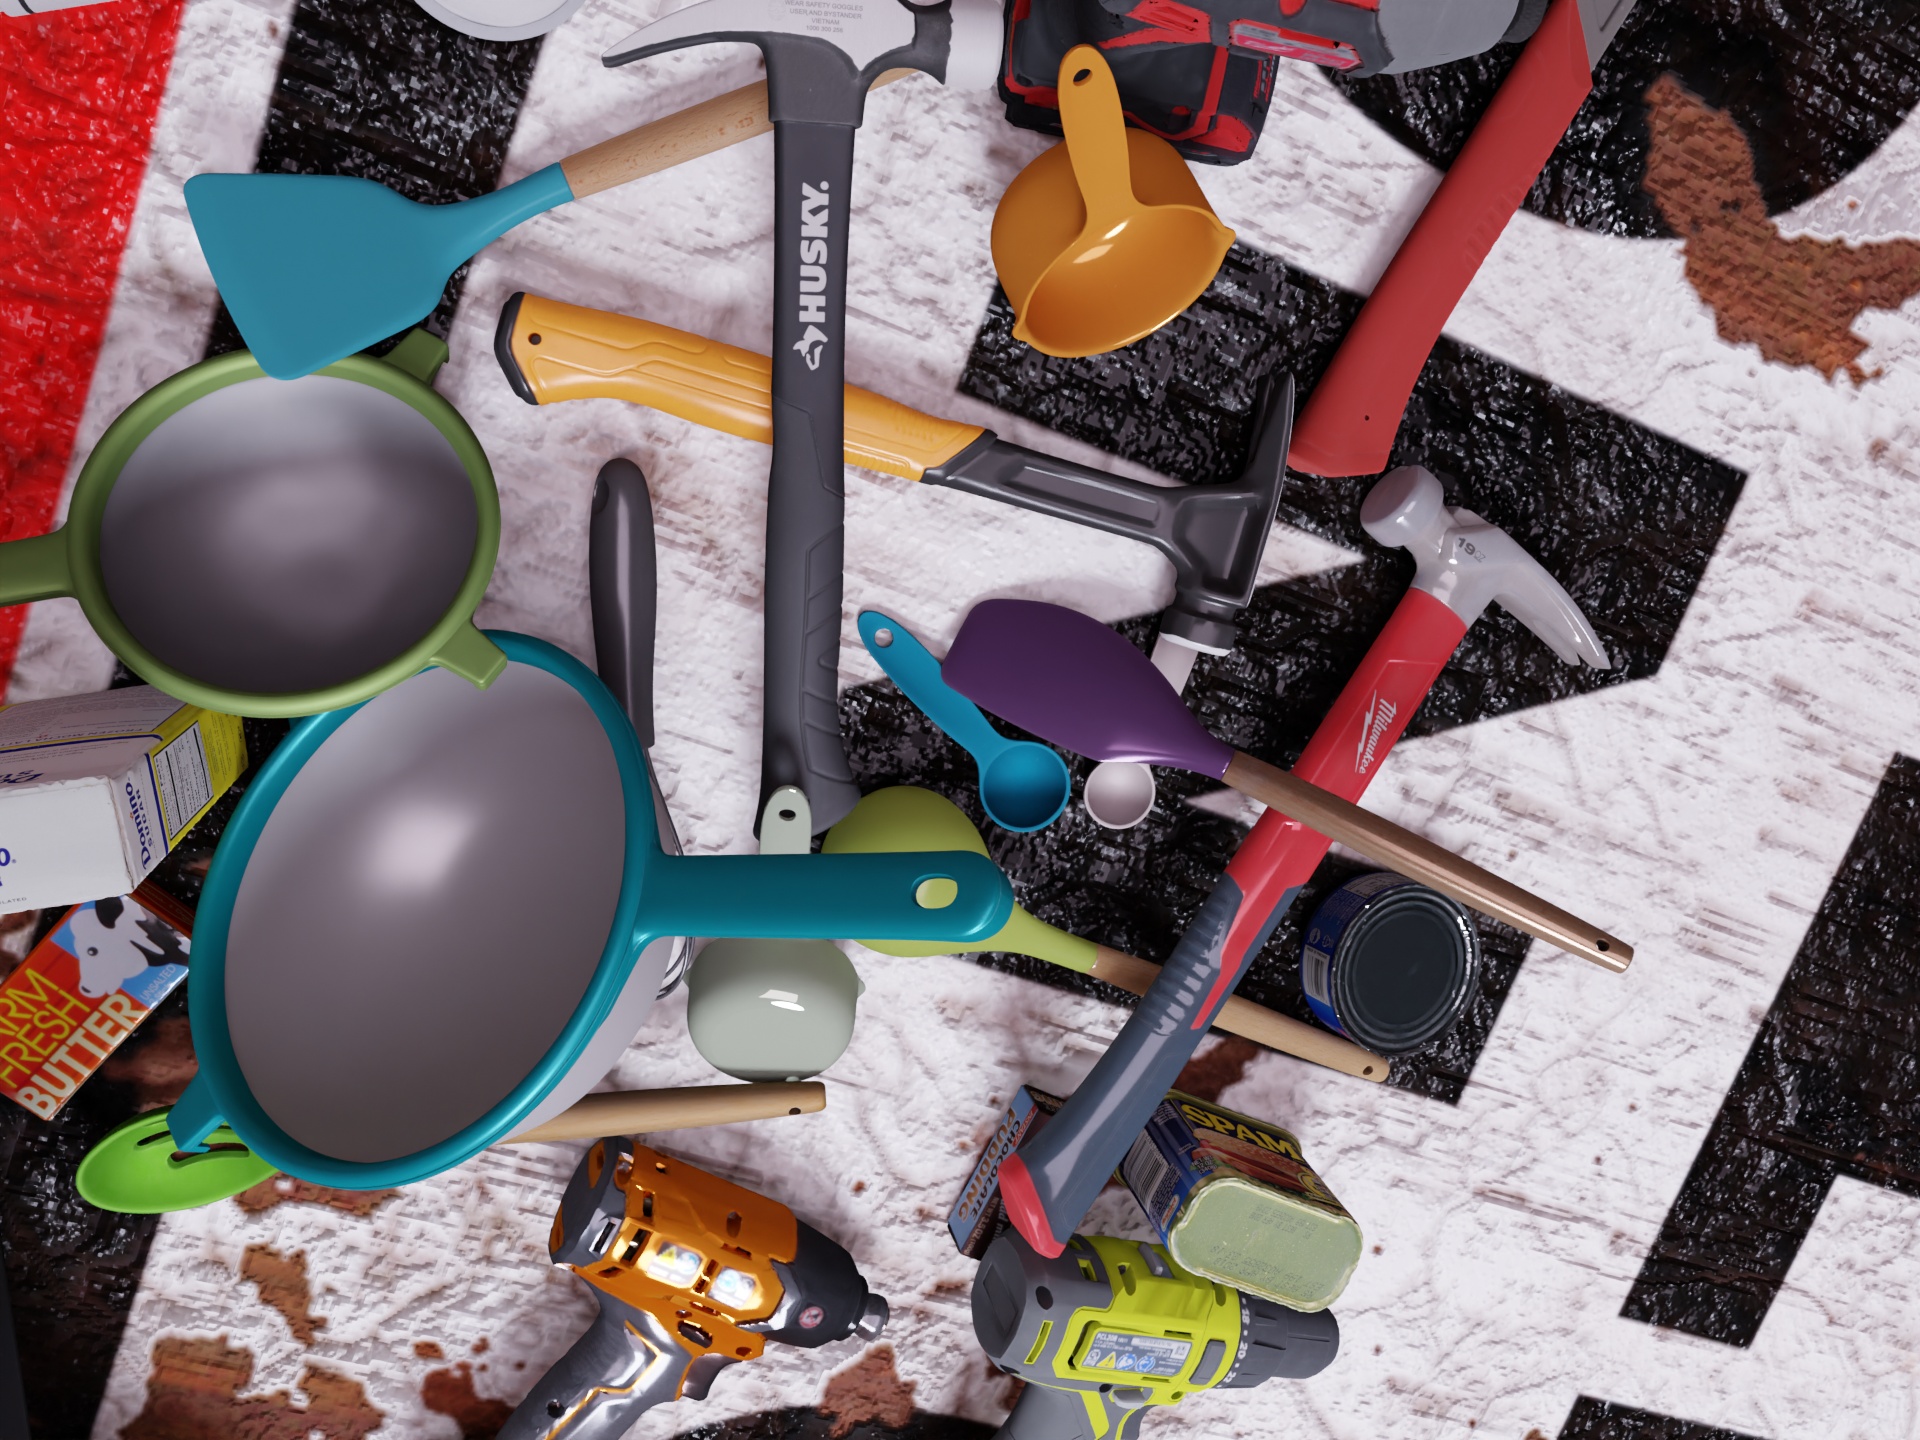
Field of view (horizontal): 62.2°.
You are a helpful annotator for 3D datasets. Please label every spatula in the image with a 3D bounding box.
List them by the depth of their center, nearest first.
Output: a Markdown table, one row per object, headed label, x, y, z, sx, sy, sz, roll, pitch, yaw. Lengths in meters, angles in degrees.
| label | x | y | z | sx | sy | sz | roll | pitch | yaw |
| --- | --- | --- | --- | --- | --- | --- | --- | --- | --- |
| spatula | -0.130 | -0.222 | 0.620 | 0.317 | 0.044 | 0.082 | -24 | 90 | -7 |
| spatula | 0.140 | 0.029 | 0.686 | 0.316 | 0.018 | 0.060 | 27 | 78 | 8 |

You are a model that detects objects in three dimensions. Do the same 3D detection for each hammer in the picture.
| label | x | y | z | sx | sy | sz | roll | pitch | yaw |
| --- | --- | --- | --- | --- | --- | --- | --- | --- | --- |
| hammer | -0.066 | -0.111 | 0.628 | 0.146 | 0.035 | 0.334 | 0 | 106 | -11 |
| hammer | -0.022 | -0.126 | 0.670 | 0.336 | 0.034 | 0.127 | 13 | 97 | -14 |
| hammer | 0.240 | -0.269 | 0.692 | 0.149 | 0.037 | 0.359 | 30 | 96 | -17 |
| hammer | 0.150 | 0.080 | 0.728 | 0.143 | 0.038 | 0.386 | 36 | 84 | -19 |

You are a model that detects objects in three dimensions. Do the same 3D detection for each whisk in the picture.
| label | x | y | z | sx | sy | sz | roll | pitch | yaw |
| --- | --- | --- | --- | --- | --- | --- | --- | --- | --- |
| whisk | -0.141 | 0.009 | 0.676 | 0.055 | 0.055 | 0.239 | -2 | 101 | -12 |

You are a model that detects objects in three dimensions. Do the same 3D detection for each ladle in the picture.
| label | x | y | z | sx | sy | sz | roll | pitch | yaw |
| --- | --- | --- | --- | --- | --- | --- | --- | --- | --- |
| ladle | 0.078 | 0.115 | 0.758 | 0.320 | 0.062 | 0.078 | 24 | 104 | -24 |

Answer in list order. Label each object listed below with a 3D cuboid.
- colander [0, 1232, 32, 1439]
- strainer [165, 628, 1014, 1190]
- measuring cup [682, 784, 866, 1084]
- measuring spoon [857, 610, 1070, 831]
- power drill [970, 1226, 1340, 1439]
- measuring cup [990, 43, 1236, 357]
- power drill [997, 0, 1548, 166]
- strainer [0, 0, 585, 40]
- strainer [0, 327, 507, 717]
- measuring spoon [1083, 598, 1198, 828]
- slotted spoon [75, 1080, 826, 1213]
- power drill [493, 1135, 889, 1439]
| label | x | y | z | sx | sy | sz | roll | pitch | yaw |
| --- | --- | --- | --- | --- | --- | --- | --- | --- | --- |
| colander | -0.365 | 0.340 | 0.684 | 0.094 | 0.204 | 0.397 | -9 | 90 | -45 |
| strainer | -0.128 | 0.075 | 0.593 | 0.340 | 0.095 | 0.211 | -3 | 68 | 23 |
| measuring cup | -0.078 | 0.097 | 0.676 | 0.083 | 0.038 | 0.167 | 5 | 133 | -5 |
| measuring spoon | -0.001 | -0.002 | 0.721 | 0.042 | 0.021 | 0.128 | -43 | 99 | 0 |
| power drill | 0.070 | 0.358 | 0.780 | 0.190 | 0.080 | 0.228 | 17 | 105 | -24 |
| measuring cup | 0.047 | -0.205 | 0.594 | 0.095 | 0.173 | 0.052 | -24 | 68 | 4 |
| power drill | 0.099 | -0.254 | 0.568 | 0.143 | 0.220 | 0.078 | 6 | 103 | -13 |
| strainer | -0.239 | -0.284 | 0.584 | 0.258 | 0.050 | 0.086 | -12 | 121 | -6 |
| strainer | -0.301 | -0.052 | 0.598 | 0.256 | 0.069 | 0.152 | -12 | 73 | -12 |
| measuring spoon | 0.088 | -0.009 | 0.739 | 0.034 | 0.018 | 0.124 | 21 | 92 | -14 |
| slotted spoon | -0.215 | 0.177 | 0.691 | 0.313 | 0.031 | 0.070 | -4 | 134 | -5 |
| power drill | -0.144 | 0.320 | 0.736 | 0.164 | 0.084 | 0.226 | 28 | 93 | -18 |
